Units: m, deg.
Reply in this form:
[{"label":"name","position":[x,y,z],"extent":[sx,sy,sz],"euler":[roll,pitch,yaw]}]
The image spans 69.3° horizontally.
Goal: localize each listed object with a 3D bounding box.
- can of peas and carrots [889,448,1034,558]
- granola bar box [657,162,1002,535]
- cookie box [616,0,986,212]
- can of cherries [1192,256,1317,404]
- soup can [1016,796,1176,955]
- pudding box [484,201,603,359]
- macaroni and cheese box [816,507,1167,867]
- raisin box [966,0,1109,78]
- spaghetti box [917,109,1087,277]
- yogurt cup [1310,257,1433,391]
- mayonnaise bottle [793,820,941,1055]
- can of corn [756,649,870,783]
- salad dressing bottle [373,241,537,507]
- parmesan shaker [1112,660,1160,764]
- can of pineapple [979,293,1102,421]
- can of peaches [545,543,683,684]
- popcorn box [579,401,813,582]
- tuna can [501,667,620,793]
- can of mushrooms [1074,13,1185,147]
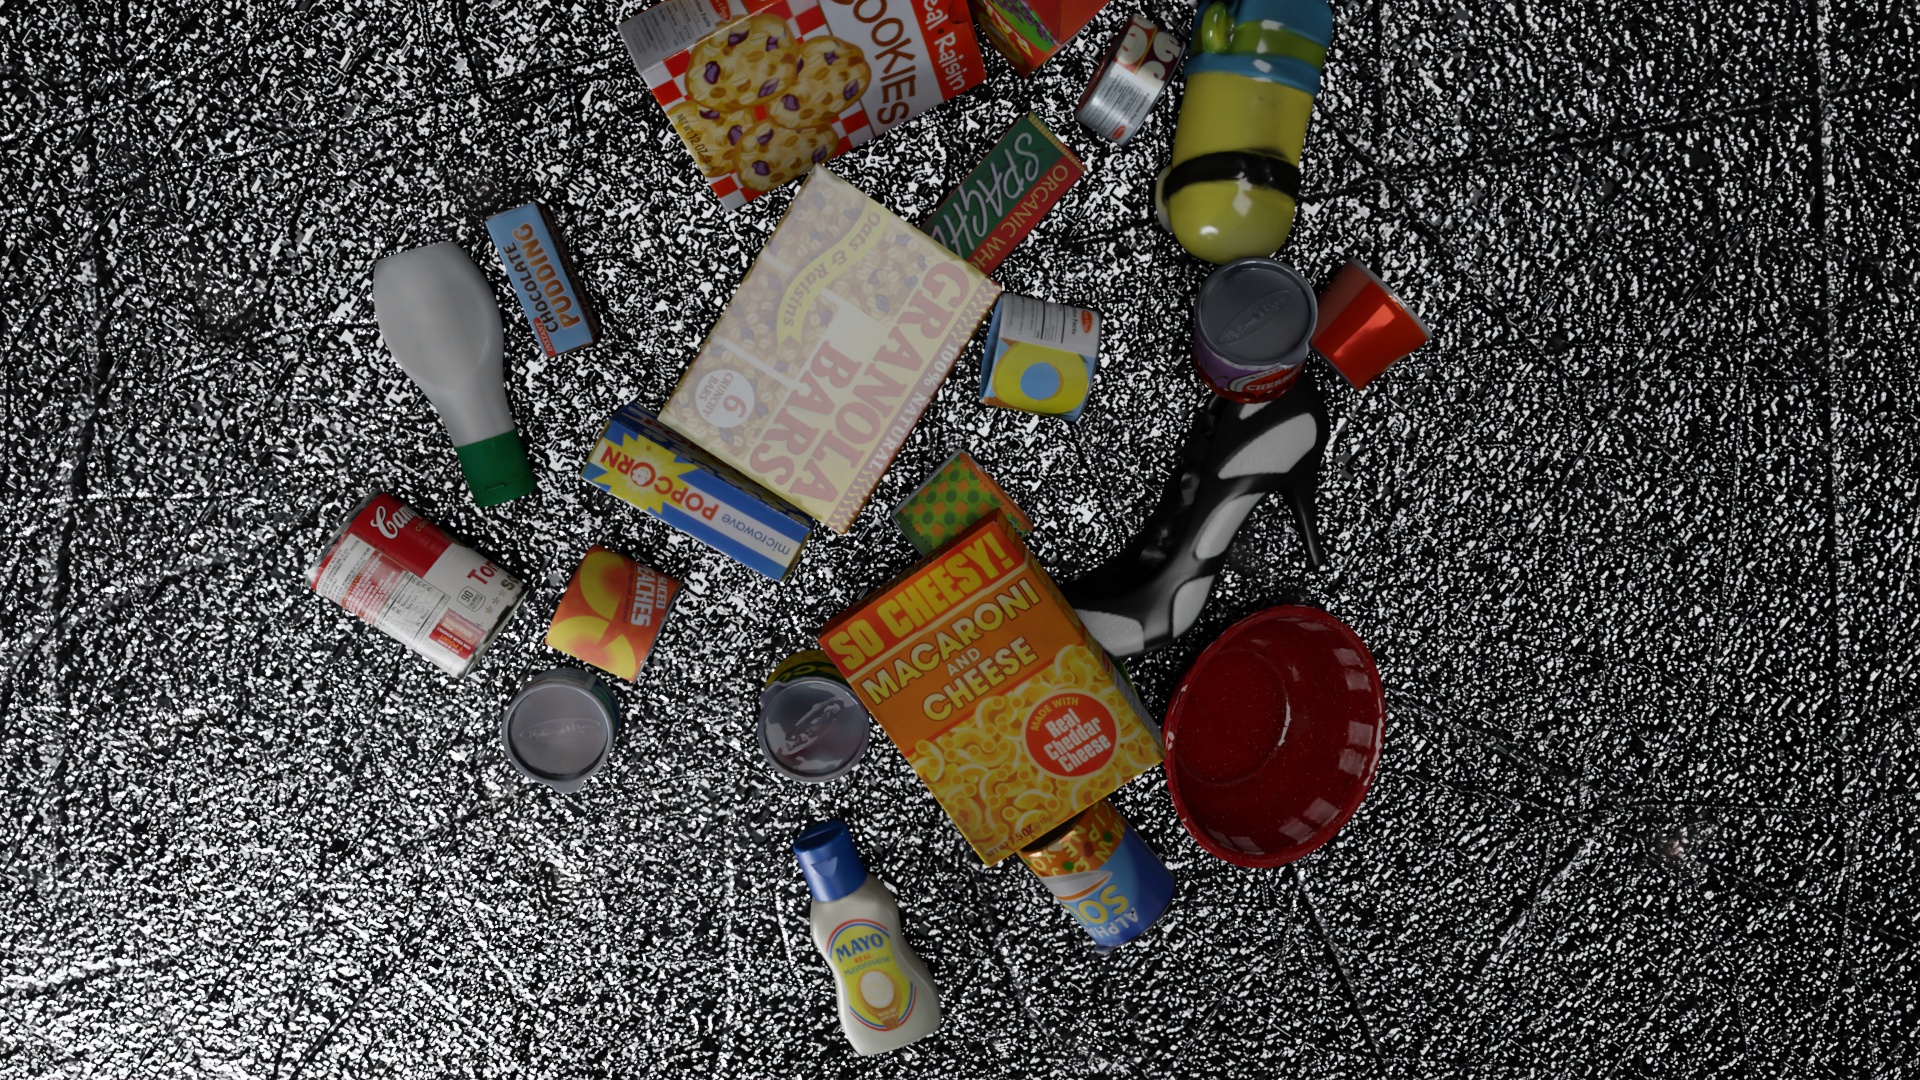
[{"label":"can of peas and carrots","position":[0.003,-0.010,0.820],"extent":[0.058,0.071,0.071],"euler":[-44,102,4]},{"label":"granola bar box","position":[-0.072,-0.106,0.778],"extent":[0.124,0.039,0.165],"euler":[32,97,-9]},{"label":"cookie box","position":[-0.077,-0.257,0.736],"extent":[0.167,0.122,0.040],"euler":[-27,66,1]},{"label":"can of cherries","position":[0.165,-0.115,0.781],"extent":[0.071,0.058,0.071],"euler":[-2,74,7]},{"label":"soup can","position":[0.083,0.204,0.869],"extent":[0.071,0.071,0.083],"euler":[-40,102,4]},{"label":"pudding box","position":[-0.233,-0.146,0.781],"extent":[0.030,0.050,0.083],"euler":[-21,103,-2]},{"label":"macaroni and cheese box","position":[0.018,0.083,0.783],"extent":[0.123,0.040,0.166],"euler":[-34,100,10]},{"label":"raisin box","position":[0.029,-0.296,0.735],"extent":[0.040,0.123,0.086],"euler":[-42,102,3]},{"label":"spaghetti box","position":[-0.029,-0.140,0.810],"extent":[0.050,0.029,0.250],"euler":[42,95,-11]},{"label":"yogurt cup","position":[0.235,-0.125,0.819],"extent":[0.072,0.072,0.054],"euler":[42,104,-11]},{"label":"mayonnaise bottle","position":[-0.064,0.251,0.881],"extent":[0.065,0.041,0.147],"euler":[-20,103,1]},{"label":"can of corn","position":[-0.090,0.103,0.840],"extent":[0.071,0.058,0.071],"euler":[-1,102,-5]},{"label":"salad dressing bottle","position":[-0.284,-0.093,0.791],"extent":[0.064,0.044,0.147],"euler":[-17,104,-3]},{"label":"parmesan shaker","position":[0.061,0.121,0.850],"extent":[0.103,0.071,0.071],"euler":[-21,103,-1]},{"label":"can of pineapple","position":[0.045,-0.105,0.806],"extent":[0.058,0.071,0.071],"euler":[10,101,-6]},{"label":"can of peaches","position":[-0.202,0.041,0.812],"extent":[0.058,0.071,0.071],"euler":[25,99,-9]},{"label":"popcorn box","position":[-0.146,-0.029,0.794],"extent":[0.127,0.085,0.038],"euler":[29,99,-10]},{"label":"tuna can","position":[-0.240,0.114,0.842],"extent":[0.071,0.033,0.071],"euler":[-1,102,-5]},{"label":"can of mushrooms","position":[0.095,-0.259,0.779],"extent":[0.033,0.071,0.071],"euler":[28,98,-9]}]
